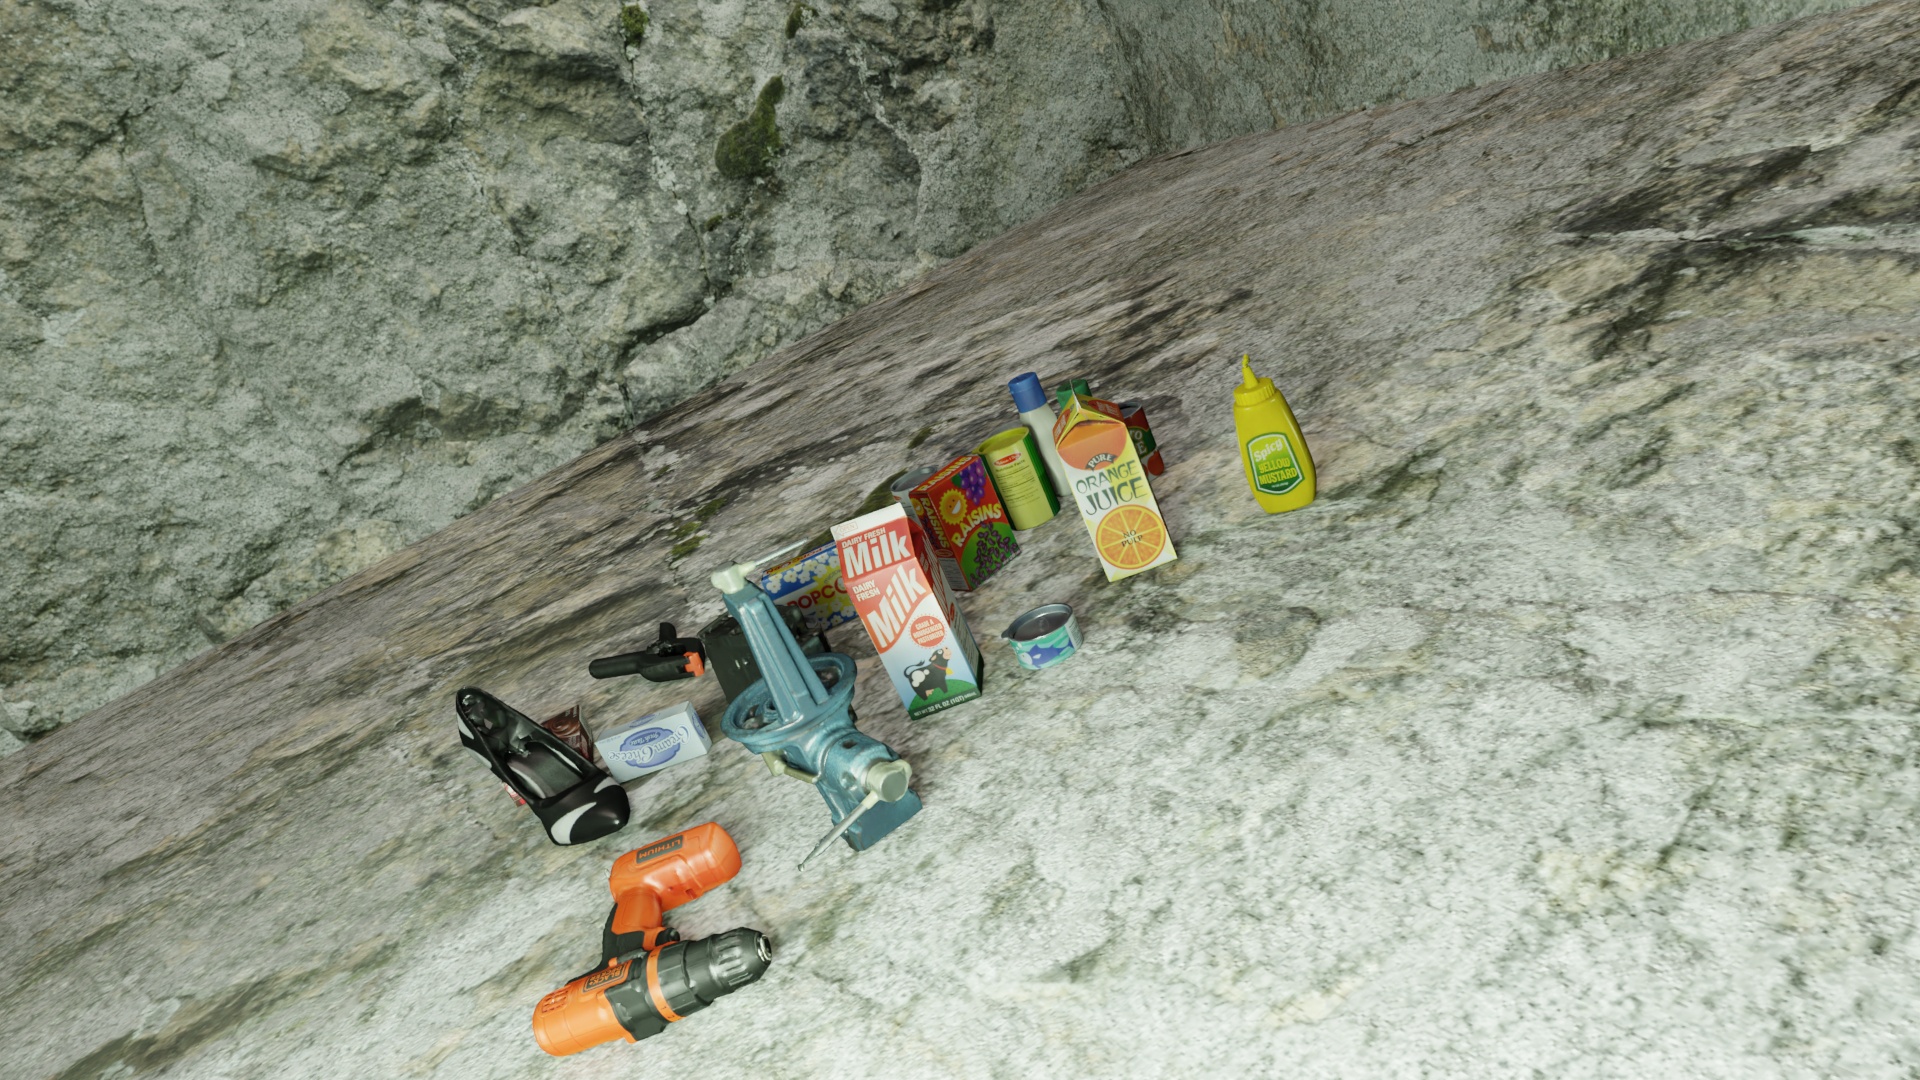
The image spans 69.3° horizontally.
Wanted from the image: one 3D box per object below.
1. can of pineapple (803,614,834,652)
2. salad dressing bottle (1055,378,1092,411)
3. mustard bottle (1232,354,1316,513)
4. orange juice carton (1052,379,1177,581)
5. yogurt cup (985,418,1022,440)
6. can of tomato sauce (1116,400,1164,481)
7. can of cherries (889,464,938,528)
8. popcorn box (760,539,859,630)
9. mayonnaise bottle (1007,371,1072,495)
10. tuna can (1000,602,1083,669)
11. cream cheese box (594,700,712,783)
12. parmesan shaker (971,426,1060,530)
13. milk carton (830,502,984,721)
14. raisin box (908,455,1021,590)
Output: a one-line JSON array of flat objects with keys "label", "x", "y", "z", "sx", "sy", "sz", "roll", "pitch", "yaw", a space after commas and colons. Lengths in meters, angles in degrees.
[{"label": "can of pineapple", "x": -0.169, "y": 0.120, "z": 1.448, "sx": 0.071, "sy": 0.057, "sz": 0.071, "roll": -21, "pitch": 19, "yaw": 8}, {"label": "salad dressing bottle", "x": 0.148, "y": -0.105, "z": 1.538, "sx": 0.044, "sy": 0.147, "sz": 0.064, "roll": -12, "pitch": 22, "yaw": 31}, {"label": "mustard bottle", "x": 0.296, "y": -0.105, "z": 1.345, "sx": 0.065, "sy": 0.159, "sz": 0.049, "roll": -16, "pitch": 20, "yaw": 22}, {"label": "orange juice carton", "x": 0.144, "y": -0.064, "z": 1.365, "sx": 0.073, "sy": 0.192, "sz": 0.072, "roll": -21, "pitch": 19, "yaw": 9}, {"label": "yogurt cup", "x": 0.073, "y": -0.122, "z": 1.813, "sx": 0.072, "sy": 0.053, "sz": 0.072, "roll": -21, "pitch": 19, "yaw": 8}, {"label": "can of tomato sauce", "x": 0.191, "y": -0.109, "z": 1.595, "sx": 0.071, "sy": 0.083, "sz": 0.071, "roll": -21, "pitch": 19, "yaw": 8}, {"label": "can of cherries", "x": -0.047, "y": -0.055, "z": 1.768, "sx": 0.071, "sy": 0.058, "sz": 0.072, "roll": -21, "pitch": 19, "yaw": 8}, {"label": "popcorn box", "x": -0.150, "y": 0.051, "z": 1.566, "sx": 0.127, "sy": 0.085, "sz": 0.038, "roll": -24, "pitch": 19, "yaw": 0}, {"label": "mayonnaise bottle", "x": 0.100, "y": -0.127, "z": 1.650, "sx": 0.041, "sy": 0.147, "sz": 0.065, "roll": -27, "pitch": 19, "yaw": -8}, {"label": "tuna can", "x": 0.076, "y": 0.089, "z": 1.282, "sx": 0.071, "sy": 0.032, "sz": 0.071, "roll": -21, "pitch": 19, "yaw": 8}, {"label": "cream cheese box", "x": -0.308, "y": 0.203, "z": 1.396, "sx": 0.104, "sy": 0.053, "sz": 0.024, "roll": -20, "pitch": 19, "yaw": 10}, {"label": "parmesan shaker", "x": 0.065, "y": -0.070, "z": 1.610, "sx": 0.071, "sy": 0.102, "sz": 0.071, "roll": -21, "pitch": 19, "yaw": 8}, {"label": "milk carton", "x": -0.048, "y": 0.059, "z": 1.265, "sx": 0.072, "sy": 0.190, "sz": 0.074, "roll": -20, "pitch": 19, "yaw": 11}, {"label": "raisin box", "x": 0.005, "y": -0.019, "z": 1.512, "sx": 0.086, "sy": 0.123, "sz": 0.040, "roll": -36, "pitch": 22, "yaw": -32}]
